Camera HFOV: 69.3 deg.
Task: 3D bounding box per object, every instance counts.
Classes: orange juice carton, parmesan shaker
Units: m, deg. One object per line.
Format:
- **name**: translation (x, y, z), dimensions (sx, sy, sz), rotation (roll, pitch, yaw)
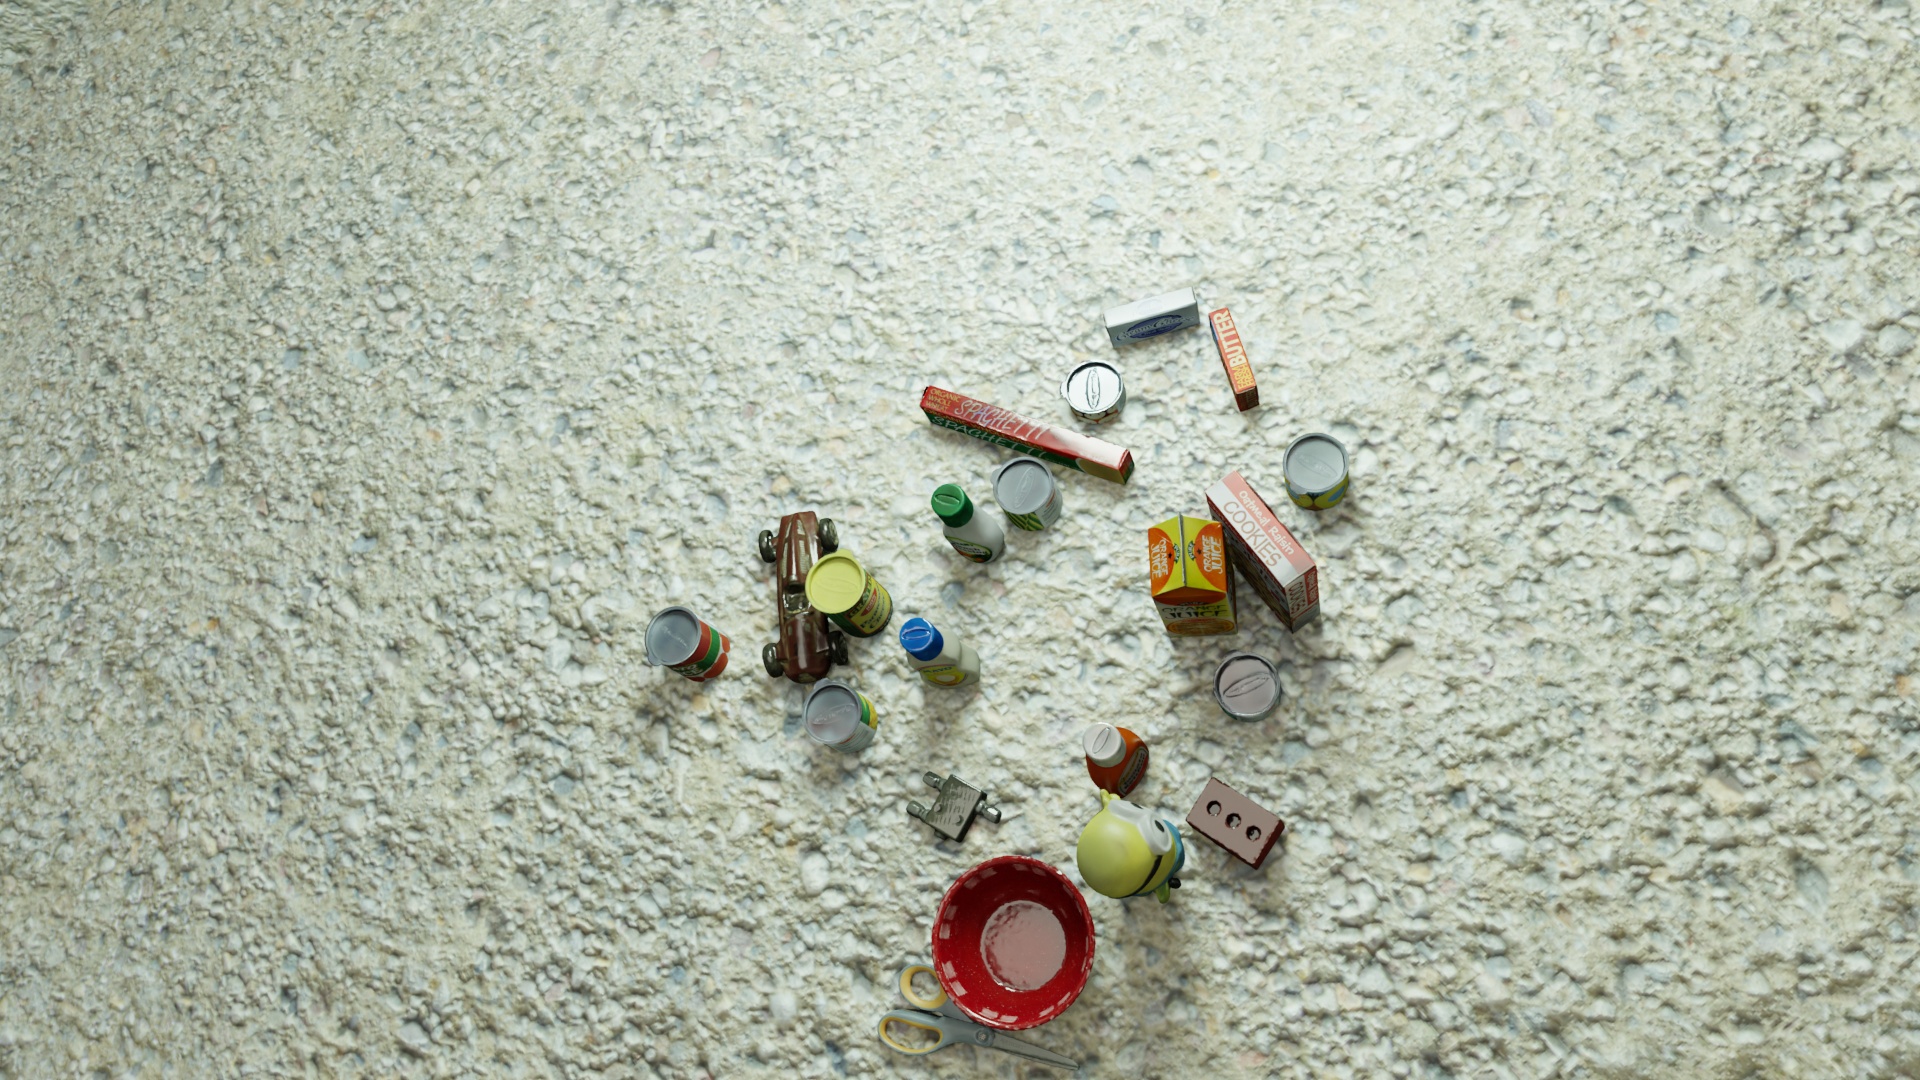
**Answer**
- **orange juice carton**: translation (0.227, 0.036, 1.358), dimensions (0.073, 0.192, 0.072), rotation (-5, 70, 14)
- **parmesan shaker**: translation (-0.117, 0.058, 1.494), dimensions (0.071, 0.103, 0.071), rotation (-5, 70, 14)

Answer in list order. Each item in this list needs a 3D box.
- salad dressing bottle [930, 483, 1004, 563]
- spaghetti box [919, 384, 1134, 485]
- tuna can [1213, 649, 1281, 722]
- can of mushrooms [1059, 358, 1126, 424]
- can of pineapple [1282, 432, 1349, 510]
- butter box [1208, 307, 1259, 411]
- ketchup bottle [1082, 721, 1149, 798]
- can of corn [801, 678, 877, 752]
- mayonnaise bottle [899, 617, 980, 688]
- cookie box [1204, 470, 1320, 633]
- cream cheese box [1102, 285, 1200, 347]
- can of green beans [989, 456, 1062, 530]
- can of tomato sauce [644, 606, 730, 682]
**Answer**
- **salad dressing bottle**: translation (0.005, -0.018, 1.464), dimensions (0.064, 0.147, 0.044), rotation (16, 76, 20)
- **spaghetti box**: translation (0.071, -0.118, 1.535), dimensions (0.250, 0.050, 0.029), rotation (20, 77, 21)
- **tuna can**: translation (0.286, 0.145, 1.389), dimensions (0.071, 0.032, 0.071), rotation (-5, 69, 14)
- **can of mushrooms**: translation (0.147, -0.165, 1.541), dimensions (0.071, 0.033, 0.071), rotation (-5, 69, 14)
- **can of pineapple**: translation (0.365, -0.069, 1.432), dimensions (0.071, 0.057, 0.071), rotation (-5, 70, 14)
- **butter box**: translation (0.295, -0.195, 1.500), dimensions (0.024, 0.053, 0.104), rotation (-18, 67, 9)
- **ketchup bottle**: translation (0.147, 0.207, 1.341), dimensions (0.043, 0.148, 0.065), rotation (27, 80, 22)
- **can of corn**: translation (-0.128, 0.186, 1.475), dimensions (0.071, 0.058, 0.071), rotation (-5, 70, 14)
- **mayonnaise bottle**: translation (-0.025, 0.116, 1.423), dimensions (0.065, 0.147, 0.041), rotation (-9, 69, 12)
- **cookie box**: translation (0.298, 0.013, 1.360), dimensions (0.040, 0.167, 0.123), rotation (-36, 66, 1)
- **cream cheese box**: translation (0.213, -0.248, 1.542), dimensions (0.104, 0.053, 0.024), rotation (-14, 68, 10)
- **can of green beans**: translation (0.074, -0.050, 1.506), dimensions (0.071, 0.057, 0.071), rotation (-5, 70, 14)
- **can of tomato sauce**: translation (-0.301, 0.117, 1.534), dimensions (0.071, 0.083, 0.071), rotation (-5, 70, 14)
